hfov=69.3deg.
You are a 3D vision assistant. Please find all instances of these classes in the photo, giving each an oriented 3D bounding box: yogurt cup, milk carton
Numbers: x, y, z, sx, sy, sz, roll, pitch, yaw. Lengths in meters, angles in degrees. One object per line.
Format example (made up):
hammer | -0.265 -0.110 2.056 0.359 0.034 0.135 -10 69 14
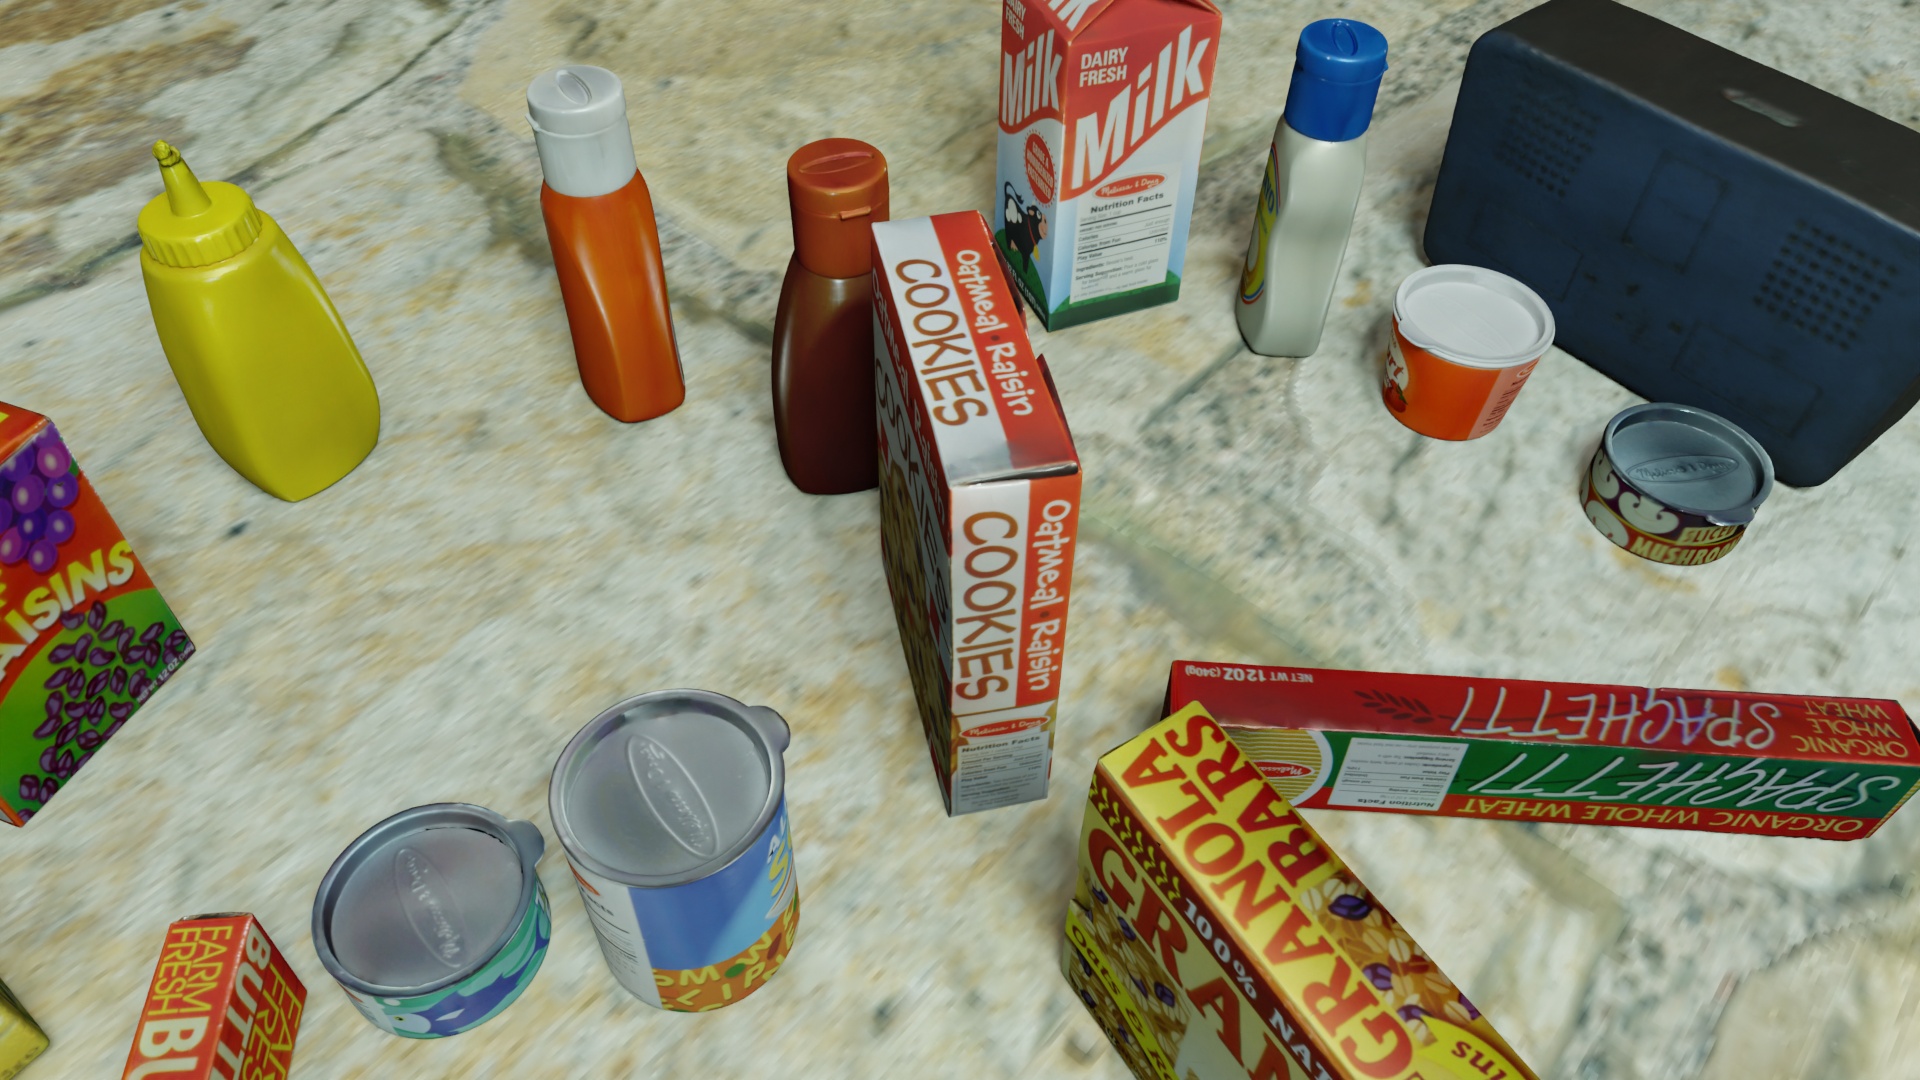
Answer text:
yogurt cup | 0.221 -0.081 0.616 0.072 0.053 0.073 1 47 -1
milk carton | 0.063 -0.196 0.625 0.073 0.189 0.072 -15 50 -15

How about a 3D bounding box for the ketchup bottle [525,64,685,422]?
ketchup bottle | -0.149 -0.122 0.580 0.044 0.148 0.065 -23 52 -20

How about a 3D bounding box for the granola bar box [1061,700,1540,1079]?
granola bar box | 0.091 0.142 0.360 0.039 0.123 0.166 -24 53 -22

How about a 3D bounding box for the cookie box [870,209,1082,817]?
cookie box | 0.002 -0.006 0.465 0.040 0.166 0.123 -9 48 -9

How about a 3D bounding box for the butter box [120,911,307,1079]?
butter box | -0.210 0.162 0.383 0.024 0.052 0.104 -4 48 -5

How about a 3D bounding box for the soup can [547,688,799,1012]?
soup can | -0.082 0.095 0.426 0.071 0.083 0.072 1 47 -1

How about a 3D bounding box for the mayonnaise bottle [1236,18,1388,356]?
mayonnaise bottle | 0.155 -0.155 0.619 0.041 0.147 0.065 2 48 1

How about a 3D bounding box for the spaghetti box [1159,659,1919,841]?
spaghetti box | 0.193 0.073 0.476 0.250 0.049 0.029 3 48 1

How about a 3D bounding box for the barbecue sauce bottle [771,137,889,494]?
barbecue sauce bottle | -0.045 -0.085 0.549 0.065 0.147 0.044 -16 50 -15

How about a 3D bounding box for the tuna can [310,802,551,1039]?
tuna can | -0.162 0.118 0.438 0.071 0.032 0.071 1 47 -1

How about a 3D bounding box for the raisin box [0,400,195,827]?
raisin box | -0.320 0.025 0.459 0.040 0.122 0.086 18 50 15

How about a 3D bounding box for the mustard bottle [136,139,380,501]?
mustard bottle | -0.277 -0.088 0.538 0.049 0.159 0.065 27 52 21

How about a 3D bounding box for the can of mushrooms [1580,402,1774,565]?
can of mushrooms | 0.297 -0.022 0.577 0.071 0.033 0.071 1 47 -1
